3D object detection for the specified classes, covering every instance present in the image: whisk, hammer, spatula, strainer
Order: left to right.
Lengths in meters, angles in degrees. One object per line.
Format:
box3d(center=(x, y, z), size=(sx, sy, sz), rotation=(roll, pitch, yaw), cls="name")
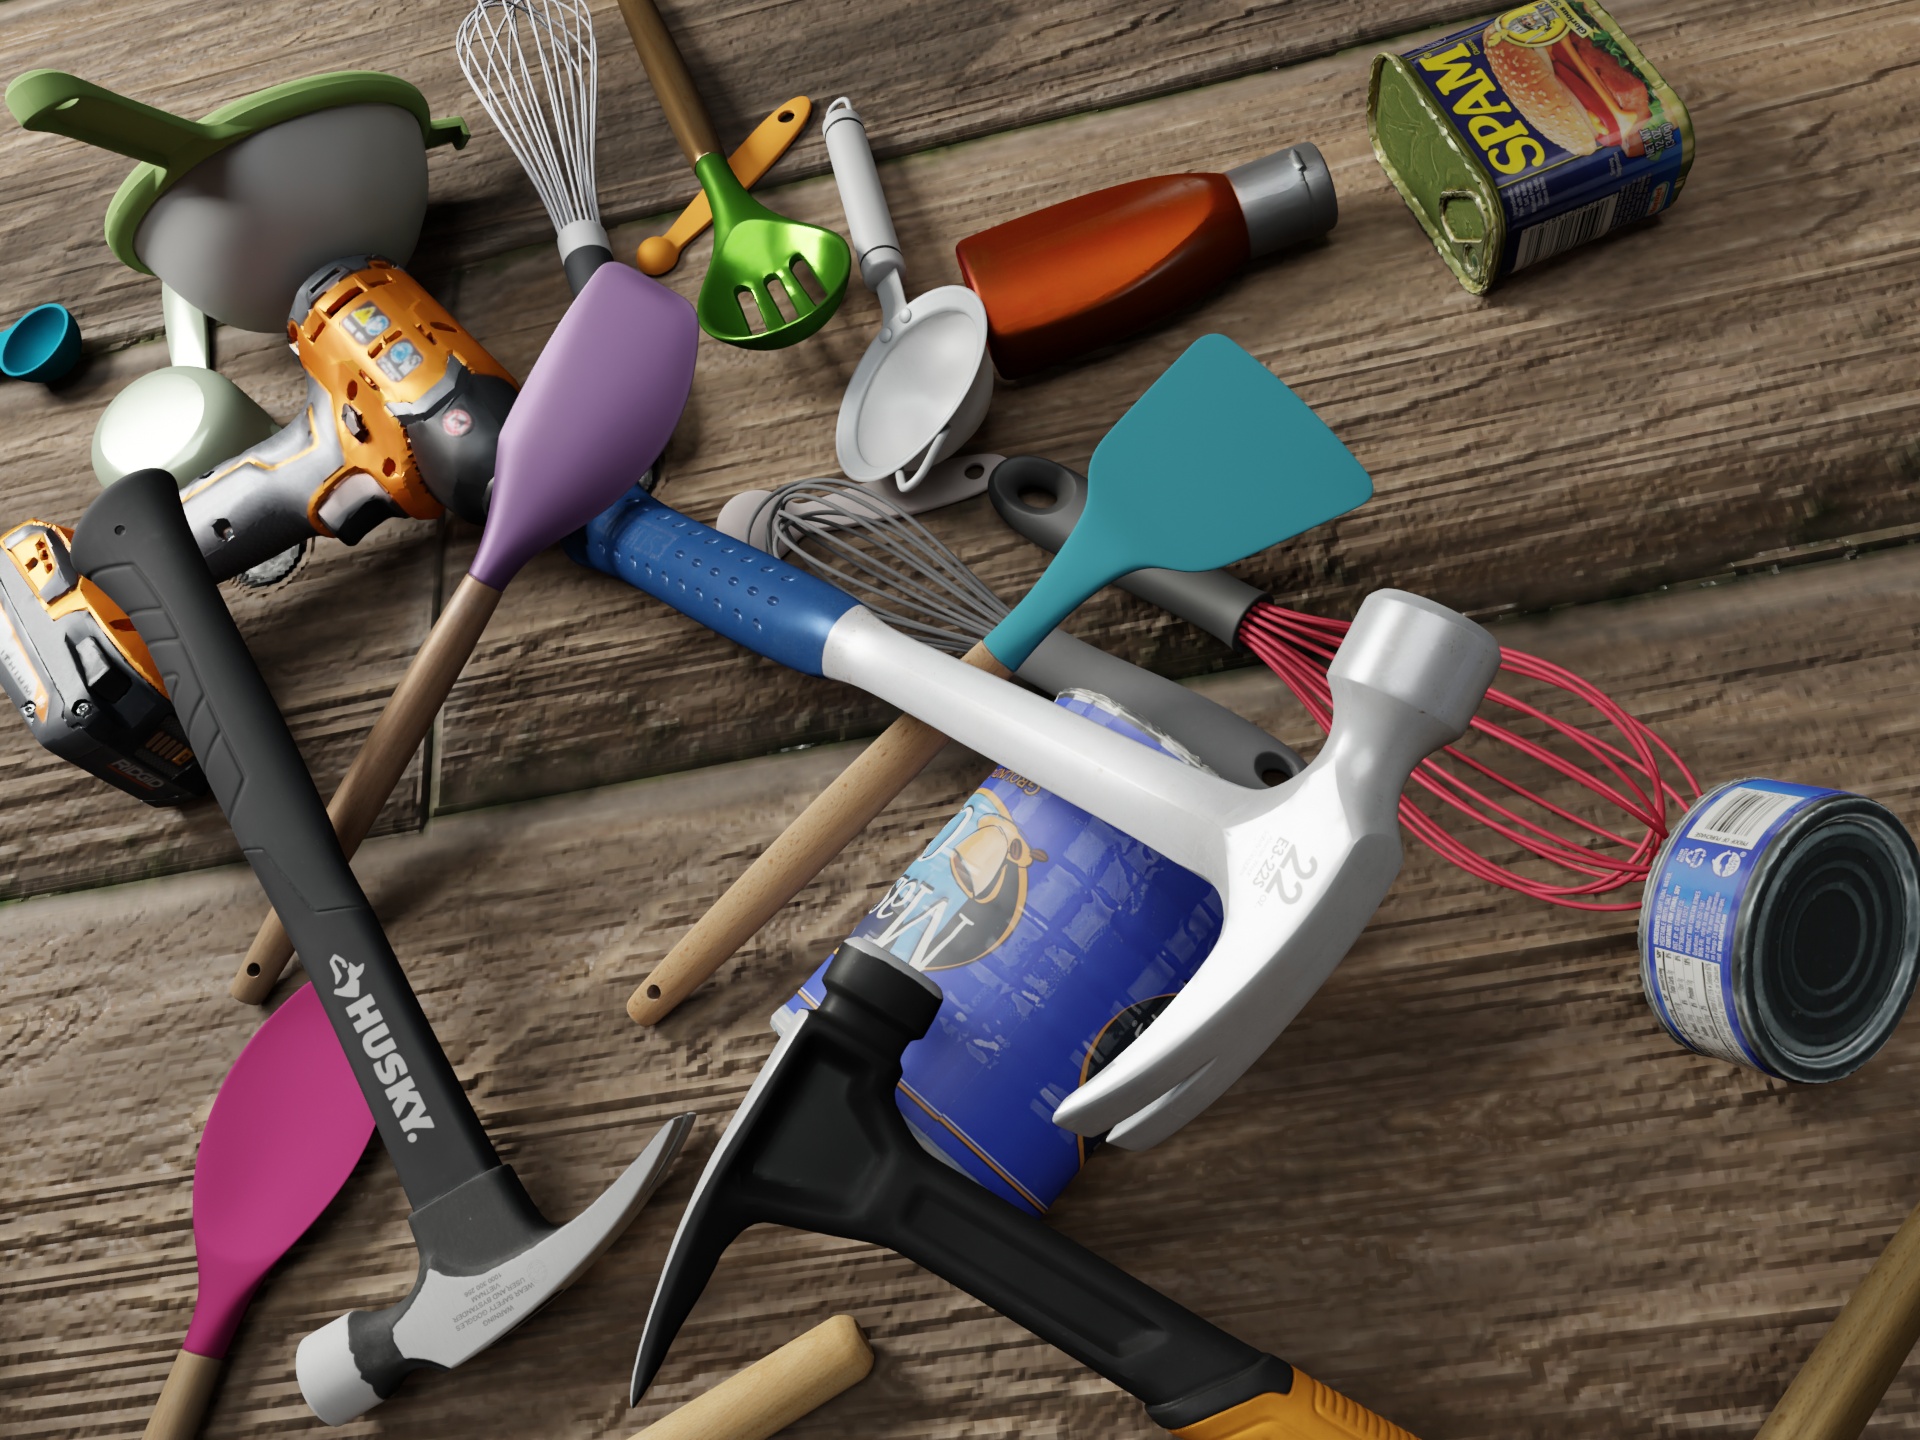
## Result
box3d(center=(-0.293, -0.209, 0.657), size=(0.151, 0.256, 0.069), rotation=(-29, 97, 7), cls="strainer")
box3d(center=(-0.222, 0.055, 0.556), size=(0.146, 0.035, 0.335), rotation=(-30, 79, -3), cls="hammer")
box3d(center=(-0.192, -0.029, 0.606), size=(0.060, 0.018, 0.316), rotation=(31, 90, 2), cls="spatula")
box3d(center=(-0.135, 0.258, 0.492), size=(0.245, 0.051, 0.047), rotation=(-30, 83, -6), cls="whisk")
box3d(center=(-0.177, -0.239, 0.725), size=(0.070, 0.070, 0.285), rotation=(-21, 68, 3), cls="whisk")
box3d(center=(-0.034, -0.017, 0.501), size=(0.406, 0.035, 0.144), rotation=(27, 88, 49), cls="hammer")
box3d(center=(-0.028, -0.183, 0.666), size=(0.087, 0.050, 0.259), rotation=(-37, 51, 30), cls="strainer")
box3d(center=(-0.001, -0.002, 0.552), size=(0.317, 0.044, 0.082), rotation=(-44, 76, 10), cls="spatula")
box3d(center=(0.021, -0.026, 0.580), size=(0.239, 0.055, 0.055), rotation=(29, 75, 19), cls="whisk")
box3d(center=(0.084, 0.192, 0.407), size=(0.337, 0.034, 0.127), rotation=(29, 77, 3), cls="hammer")
box3d(center=(0.118, -0.025, 0.552), size=(0.296, 0.073, 0.073), rotation=(35, 77, 32), cls="whisk")

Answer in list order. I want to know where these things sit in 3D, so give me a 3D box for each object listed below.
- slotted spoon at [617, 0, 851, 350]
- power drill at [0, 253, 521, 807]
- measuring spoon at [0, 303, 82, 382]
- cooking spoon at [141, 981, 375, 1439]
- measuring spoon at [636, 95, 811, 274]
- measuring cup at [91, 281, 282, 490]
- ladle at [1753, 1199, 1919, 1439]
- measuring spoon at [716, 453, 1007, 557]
box3d(center=(-0.119, -0.268, 0.727), size=(0.070, 0.031, 0.314), rotation=(-27, 57, 2), cls="slotted spoon")
box3d(center=(-0.274, -0.073, 0.649), size=(0.226, 0.084, 0.164), rotation=(-43, 64, -8), cls="power drill")
box3d(center=(-0.485, -0.178, 0.793), size=(0.128, 0.021, 0.042), rotation=(-3, 65, 22), cls="measuring spoon")
box3d(center=(-0.268, 0.242, 0.539), size=(0.069, 0.017, 0.319), rotation=(8, 67, 18), cls="cooking spoon")
box3d(center=(-0.109, -0.250, 0.734), size=(0.021, 0.011, 0.117), rotation=(34, 77, 25), cls="measuring spoon")
box3d(center=(-0.368, -0.164, 0.740), size=(0.083, 0.038, 0.168), rotation=(-20, 65, 4), cls="measuring cup")
box3d(center=(0.173, 0.216, 0.378), size=(0.069, 0.031, 0.315), rotation=(44, 71, 8), cls="ladle")
box3d(center=(-0.041, -0.091, 0.640), size=(0.124, 0.018, 0.034), rotation=(-13, 63, 6), cls="measuring spoon")
